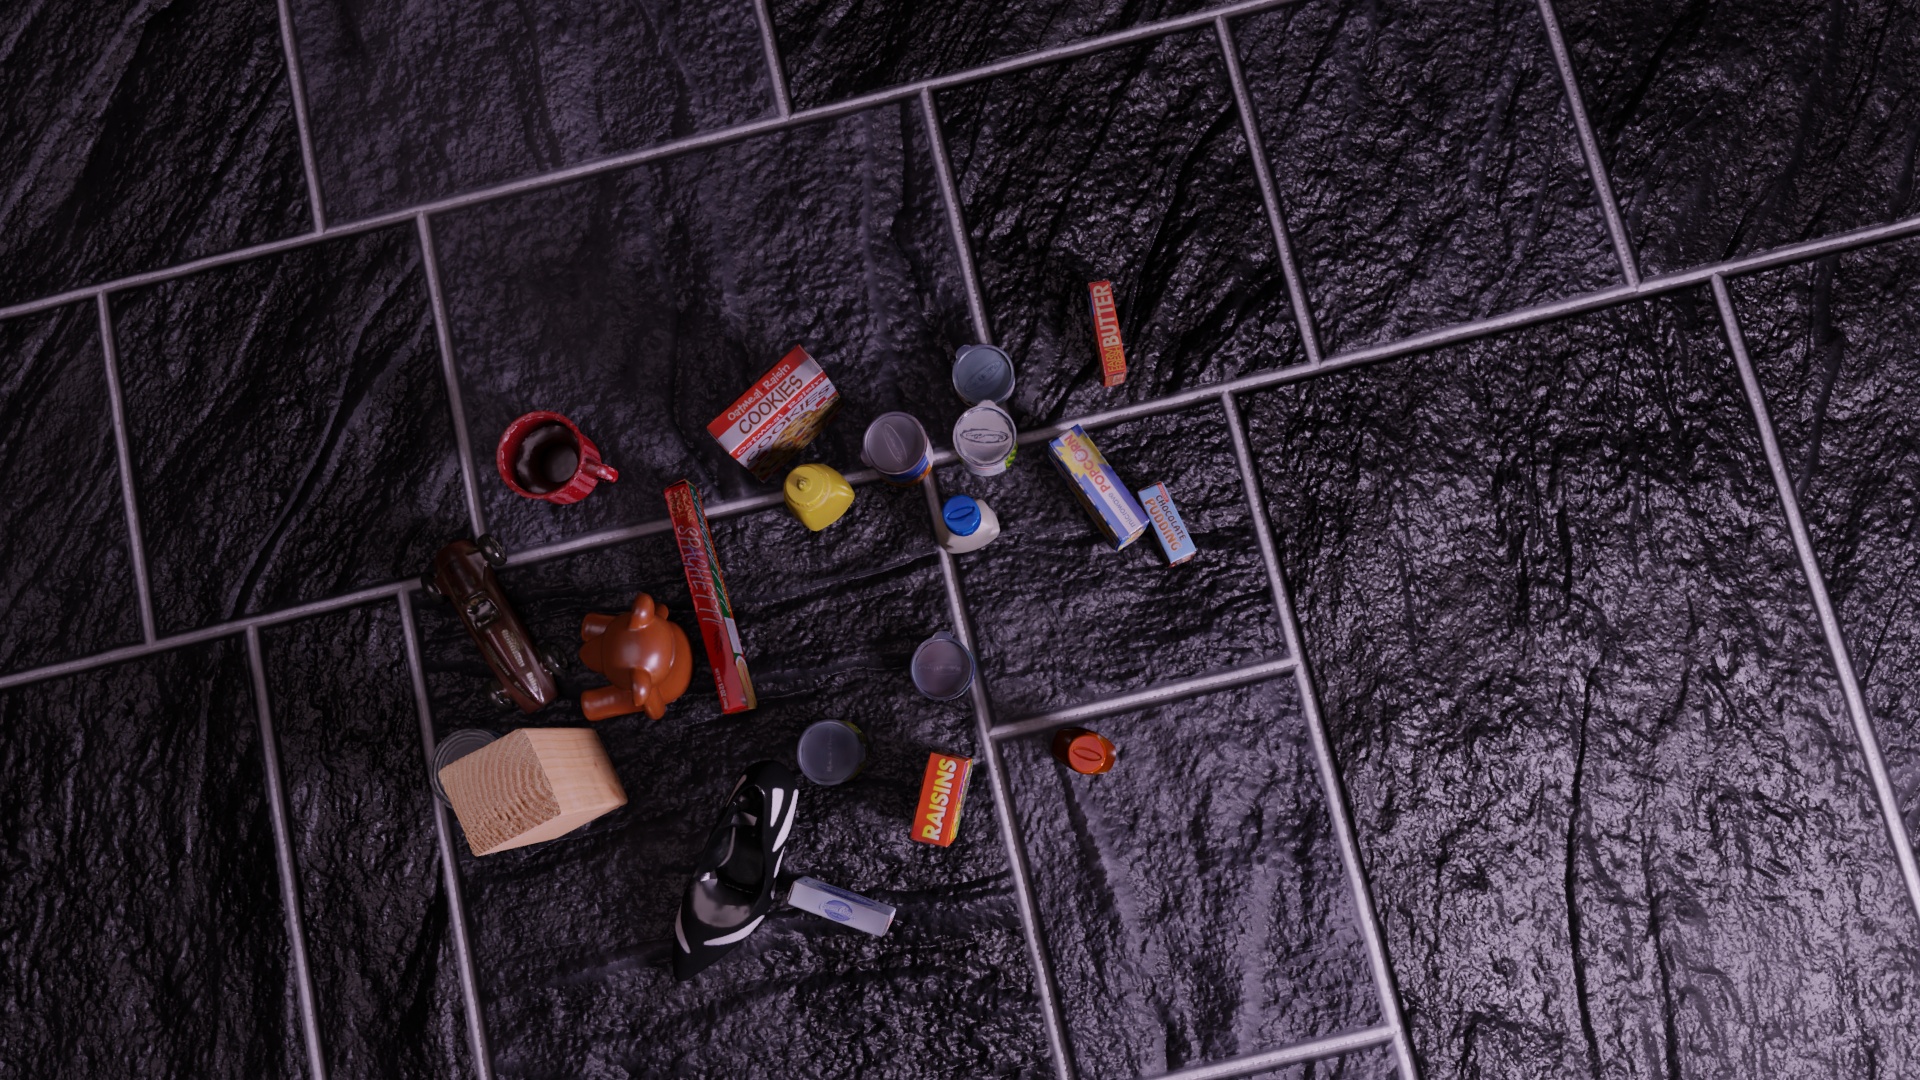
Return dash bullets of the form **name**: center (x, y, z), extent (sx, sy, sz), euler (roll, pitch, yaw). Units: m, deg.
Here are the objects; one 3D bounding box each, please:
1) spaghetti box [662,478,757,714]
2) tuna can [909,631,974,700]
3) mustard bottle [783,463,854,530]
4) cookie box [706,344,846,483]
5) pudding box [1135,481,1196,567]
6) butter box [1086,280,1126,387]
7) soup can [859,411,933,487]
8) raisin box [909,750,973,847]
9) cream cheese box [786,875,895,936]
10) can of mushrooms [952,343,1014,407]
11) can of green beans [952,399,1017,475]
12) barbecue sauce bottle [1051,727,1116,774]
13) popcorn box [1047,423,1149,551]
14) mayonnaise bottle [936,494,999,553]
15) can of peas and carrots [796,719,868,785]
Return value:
- **spaghetti box**: center (-0.262, 0.059, 1.455), extent (0.029, 0.050, 0.250), euler (-17, 81, 1)
- **tuna can**: center (-0.018, 0.130, 1.439), extent (0.071, 0.033, 0.071), euler (0, 82, 3)
- **mustard bottle**: center (-0.148, -0.049, 1.408), extent (0.065, 0.160, 0.049), euler (-42, 82, -2)
- **cookie box**: center (-0.185, -0.127, 1.417), extent (0.123, 0.167, 0.040), euler (-43, 82, -3)
- **pudding box**: center (0.212, -0.016, 1.438), extent (0.030, 0.049, 0.084), euler (-24, 81, 0)
- **butter box**: center (0.154, -0.218, 1.468), extent (0.024, 0.053, 0.103), euler (-10, 82, 2)
- **soup can**: center (-0.067, -0.093, 1.448), extent (0.071, 0.083, 0.071), euler (0, 82, 3)
- **raisin box**: center (-0.017, 0.253, 1.376), extent (0.040, 0.123, 0.086), euler (13, 83, 5)
- **cream cheese box**: center (-0.119, 0.368, 1.401), extent (0.104, 0.053, 0.024), euler (18, 84, 6)
- **can of mushrooms**: center (0.024, -0.176, 1.480), extent (0.071, 0.033, 0.071), euler (0, 82, 3)
- **can of green beans**: center (0.027, -0.104, 1.457), extent (0.071, 0.058, 0.071), euler (0, 82, 3)
- **barbecue sauce bottle**: center (0.122, 0.207, 1.362), extent (0.065, 0.148, 0.043), euler (17, 84, 6)
- **popcorn box**: center (0.141, -0.053, 1.429), extent (0.038, 0.085, 0.127), euler (-35, 82, -1)
- **mayonnaise bottle**: center (0.005, -0.018, 1.400), extent (0.065, 0.148, 0.041), euler (-20, 82, 1)
- **can of peas and carrots**: center (-0.127, 0.216, 1.420), extent (0.071, 0.058, 0.071), euler (0, 82, 3)
